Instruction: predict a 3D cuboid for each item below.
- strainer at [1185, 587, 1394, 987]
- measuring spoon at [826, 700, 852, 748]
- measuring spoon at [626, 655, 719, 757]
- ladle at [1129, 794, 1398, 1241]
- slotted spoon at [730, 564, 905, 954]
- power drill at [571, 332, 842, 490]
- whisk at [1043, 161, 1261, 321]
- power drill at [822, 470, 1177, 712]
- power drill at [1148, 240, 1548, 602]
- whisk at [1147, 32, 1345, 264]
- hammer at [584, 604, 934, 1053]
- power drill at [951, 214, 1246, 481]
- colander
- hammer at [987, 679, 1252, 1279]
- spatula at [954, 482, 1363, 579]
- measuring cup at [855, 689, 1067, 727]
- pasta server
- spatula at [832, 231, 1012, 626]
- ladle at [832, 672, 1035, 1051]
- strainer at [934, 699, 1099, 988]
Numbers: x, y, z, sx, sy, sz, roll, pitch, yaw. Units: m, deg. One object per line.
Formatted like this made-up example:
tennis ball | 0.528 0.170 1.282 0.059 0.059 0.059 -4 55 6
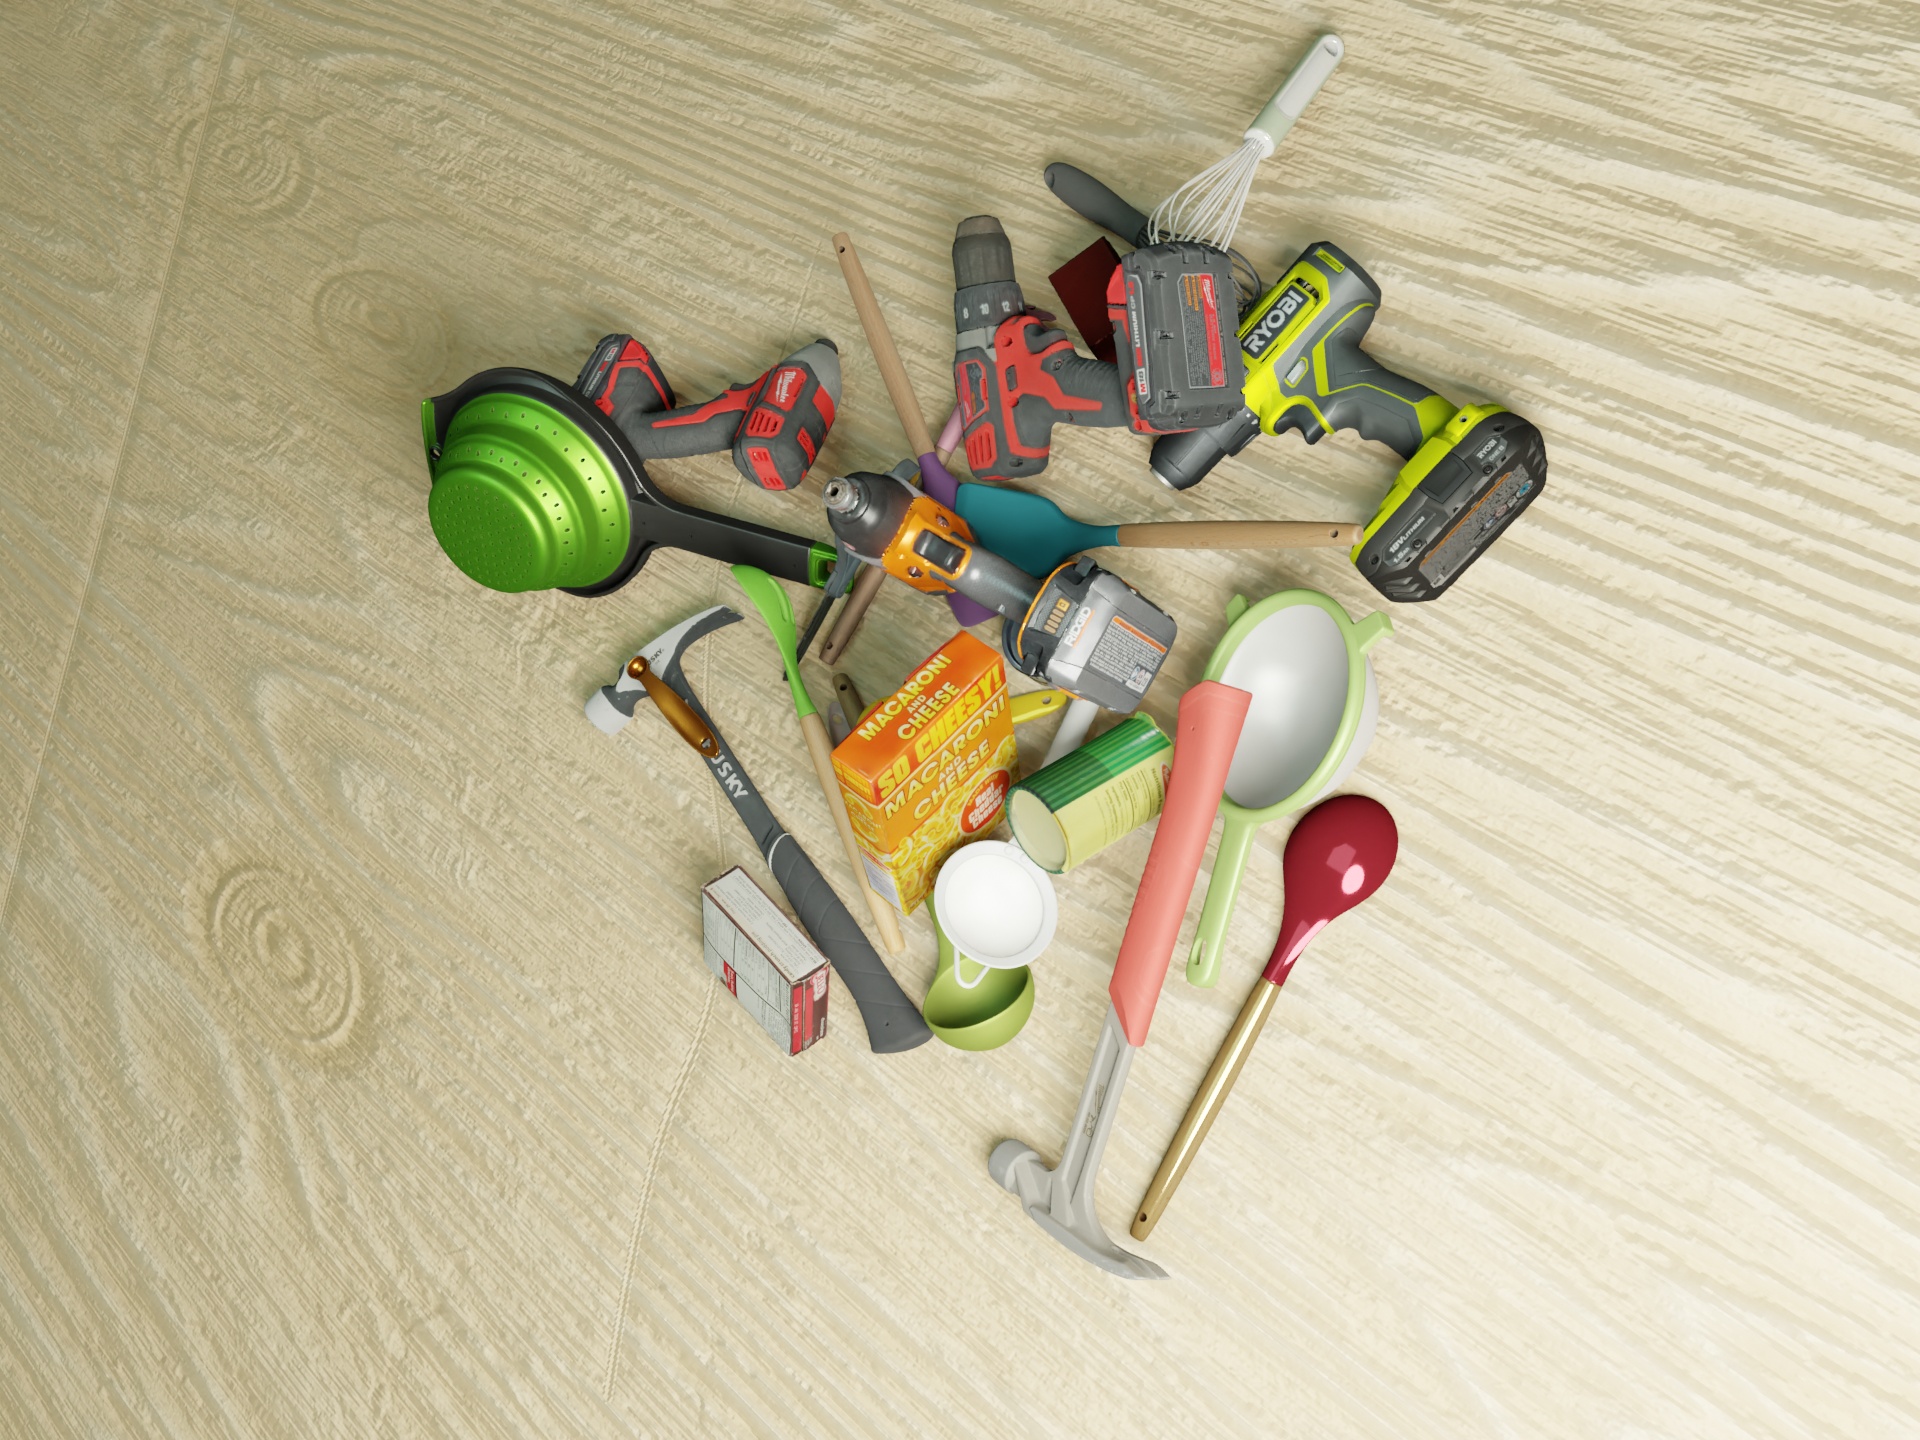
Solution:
strainer | 0.203 0.048 1.000 0.151 0.069 0.256 16 91 61
measuring spoon | -0.084 0.042 1.184 0.018 0.034 0.124 -52 45 50
measuring spoon | -0.221 -0.010 1.234 0.021 0.011 0.117 -47 65 3
ladle | 0.183 0.187 1.002 0.069 0.031 0.315 28 91 36
slotted spoon | -0.100 0.021 1.149 0.031 0.070 0.314 -24 75 6
power drill | -0.202 -0.255 1.288 0.220 0.078 0.143 5 56 23
whisk | 0.137 -0.355 1.172 0.055 0.055 0.239 -48 56 7
power drill | 0.015 -0.095 1.049 0.227 0.164 0.084 31 95 29
power drill | 0.246 -0.183 1.047 0.190 0.080 0.229 -48 58 13
whisk | 0.205 -0.399 1.114 0.057 0.059 0.246 39 71 -9
hammer | -0.140 0.082 1.192 0.149 0.036 0.409 -43 62 9
power drill | 0.077 -0.268 1.089 0.227 0.080 0.188 0 99 49
colander | -0.278 -0.147 1.249 0.397 0.204 0.094 17 41 15
hammer | 0.119 0.152 0.983 0.149 0.036 0.359 21 95 51
spatula | 0.124 -0.124 1.076 0.318 0.044 0.082 5 96 44
measuring cup | -0.002 -0.004 1.134 0.156 0.029 0.062 -14 56 12
pasta server | -0.022 -0.180 1.213 0.060 0.040 0.316 32 95 30
spatula | -0.033 -0.222 1.188 0.060 0.018 0.316 -24 83 18
ladle | -0.034 0.088 1.124 0.078 0.062 0.320 -24 61 -3
strainer | 0.049 0.067 1.072 0.087 0.050 0.258 30 68 -8
